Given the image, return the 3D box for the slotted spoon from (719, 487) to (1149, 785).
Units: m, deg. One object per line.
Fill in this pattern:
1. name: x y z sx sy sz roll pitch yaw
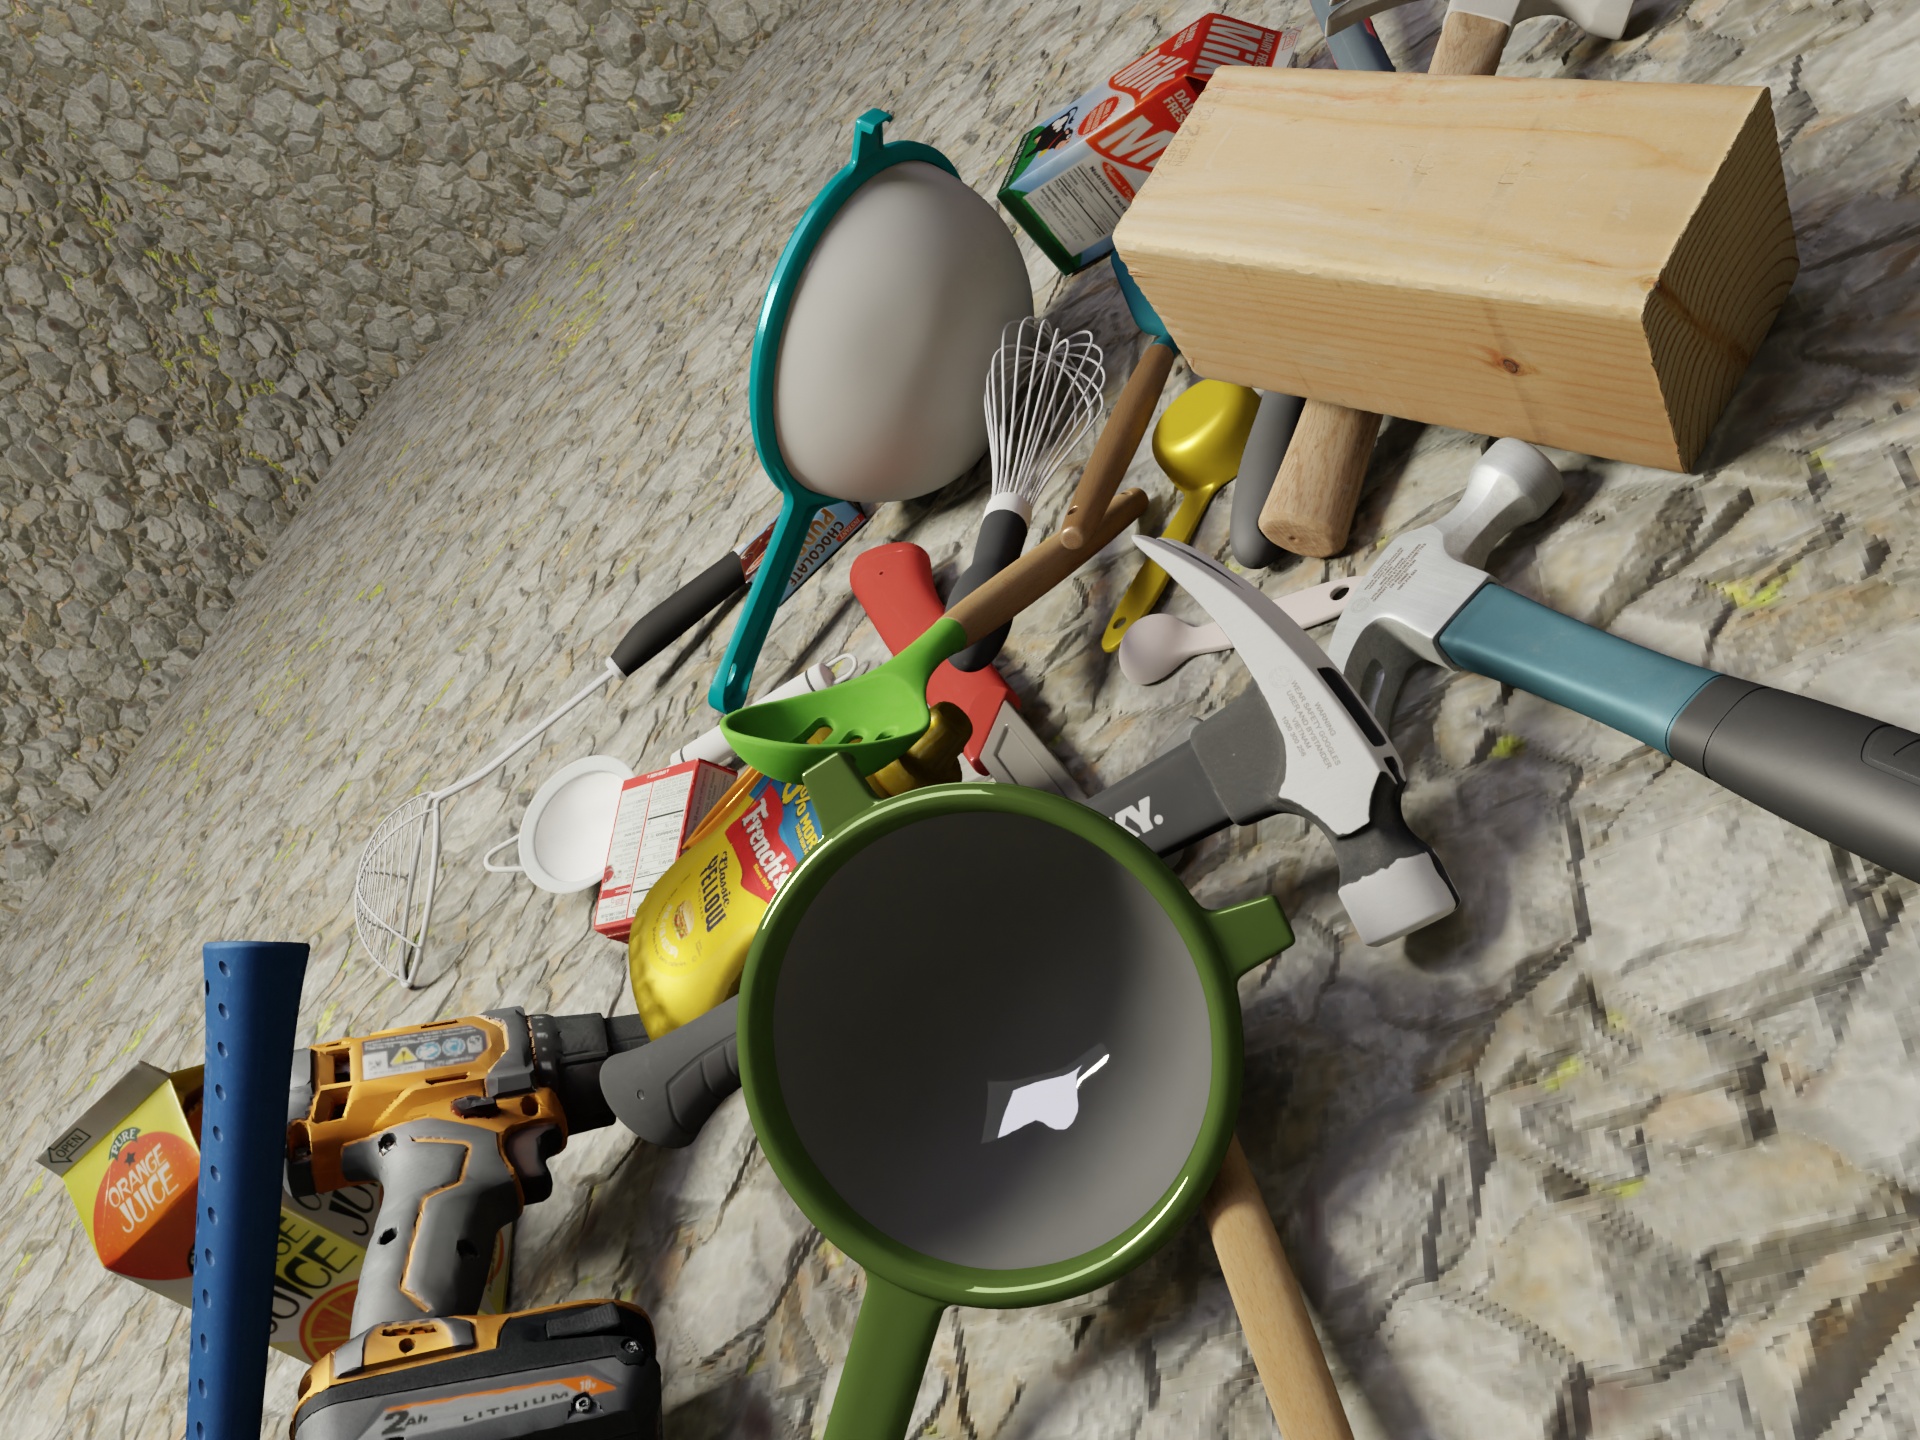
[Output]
1. slotted spoon: 0.011 -0.043 0.645 0.070 0.031 0.314 9 28 28

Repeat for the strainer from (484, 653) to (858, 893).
1. strainer: -0.161 0.031 0.909 0.258 0.050 0.087 -31 54 18

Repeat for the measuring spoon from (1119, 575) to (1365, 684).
1. measuring spoon: 0.111 -0.042 0.643 0.124 0.018 0.034 -16 41 43

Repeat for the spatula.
1. spatula: 0.086 -0.178 0.790 0.082 0.044 0.318 -22 27 32

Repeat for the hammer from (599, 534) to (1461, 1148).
1. hammer: -0.009 0.068 0.558 0.334 0.146 0.035 -32 -13 27

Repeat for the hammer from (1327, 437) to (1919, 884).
1. hammer: 0.213 0.003 0.430 0.128 0.033 0.331 -47 28 0

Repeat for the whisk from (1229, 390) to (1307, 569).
1. whisk: 0.149 -0.162 0.714 0.055 0.055 0.239 -18 44 43

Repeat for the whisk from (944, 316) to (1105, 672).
1. whisk: 0.029 -0.115 0.776 0.070 0.070 0.285 -28 29 32

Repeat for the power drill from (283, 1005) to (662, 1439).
1. power drill: -0.169 0.198 0.620 0.226 0.185 0.084 -123 32 -52

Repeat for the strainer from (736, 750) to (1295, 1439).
1. strainer: -0.001 0.144 0.488 0.069 0.151 0.256 1 -74 -74

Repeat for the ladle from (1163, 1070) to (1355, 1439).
1. ladle: 0.093 0.175 0.387 0.078 0.062 0.320 -44 21 13

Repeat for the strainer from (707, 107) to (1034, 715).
1. strainer: -0.044 -0.148 0.897 0.095 0.211 0.340 25 95 22

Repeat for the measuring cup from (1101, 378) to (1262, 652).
1. measuring cup: 0.093 -0.098 0.723 0.062 0.029 0.157 -7 46 51

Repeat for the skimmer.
1. skimmer: -0.260 0.026 1.063 0.363 0.090 0.127 -40 25 -8

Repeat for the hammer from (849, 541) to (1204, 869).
1. hammer: -0.001 -0.002 0.731 0.149 0.036 0.359 -45 29 5

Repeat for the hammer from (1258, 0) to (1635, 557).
1. hammer: 0.192 -0.217 0.688 0.130 0.031 0.331 19 70 12

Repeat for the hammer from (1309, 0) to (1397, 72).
1. hammer: 0.196 -0.402 0.869 0.038 0.143 0.387 -37 34 30

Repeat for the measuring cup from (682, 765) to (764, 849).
1. measuring cup: -0.083 0.037 0.793 0.095 0.052 0.173 -48 5 2

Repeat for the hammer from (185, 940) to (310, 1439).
1. hammer: -0.246 0.277 0.518 0.144 0.035 0.406 -18 70 57
